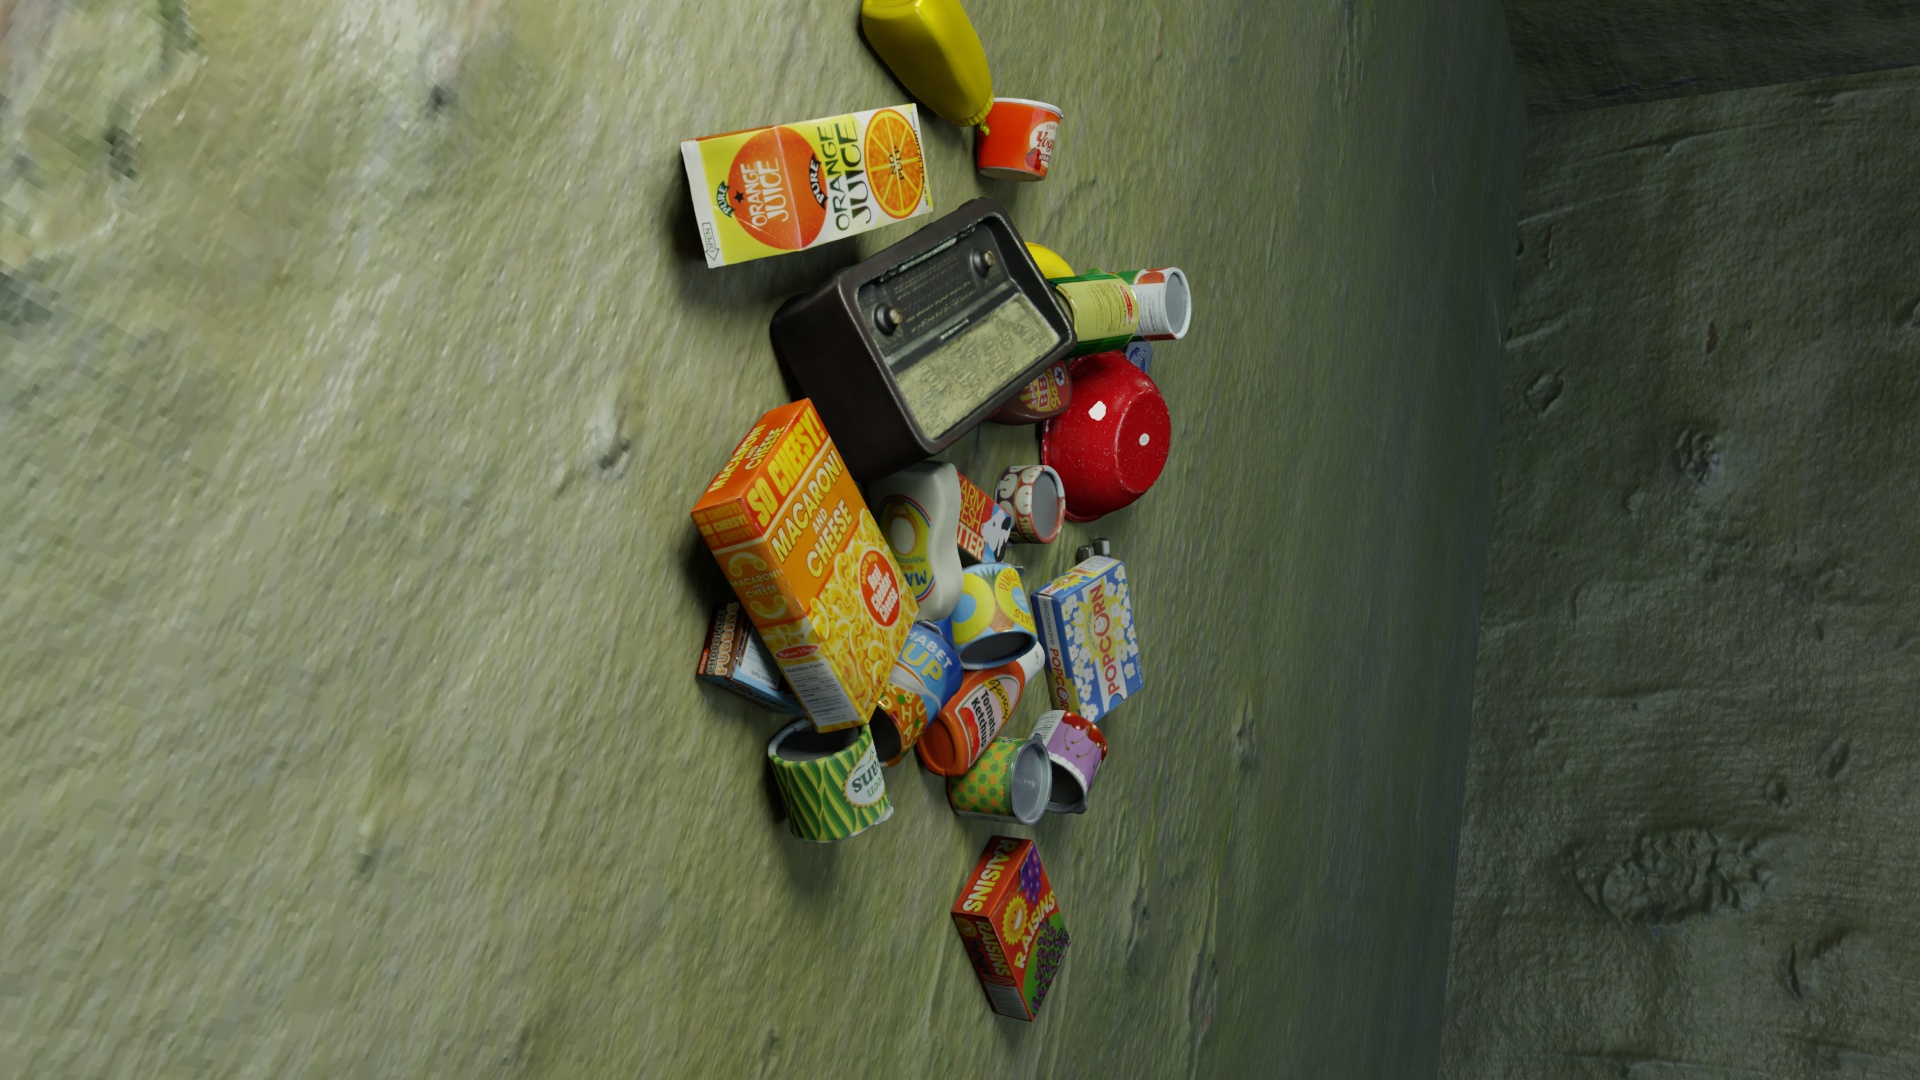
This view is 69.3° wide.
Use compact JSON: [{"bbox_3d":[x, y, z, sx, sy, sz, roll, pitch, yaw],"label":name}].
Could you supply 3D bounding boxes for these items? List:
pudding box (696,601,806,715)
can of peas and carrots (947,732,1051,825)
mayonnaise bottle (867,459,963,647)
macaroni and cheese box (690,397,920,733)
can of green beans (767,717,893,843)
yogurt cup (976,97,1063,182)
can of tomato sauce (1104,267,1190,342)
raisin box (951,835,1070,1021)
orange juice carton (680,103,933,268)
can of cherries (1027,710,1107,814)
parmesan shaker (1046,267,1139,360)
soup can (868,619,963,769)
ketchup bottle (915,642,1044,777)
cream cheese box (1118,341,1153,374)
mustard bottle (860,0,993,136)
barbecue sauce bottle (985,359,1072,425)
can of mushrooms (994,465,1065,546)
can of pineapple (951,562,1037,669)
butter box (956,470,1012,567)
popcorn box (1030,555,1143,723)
[{"bbox_3d":[-0.121,0.073,0.855,0.083,0.030,0.050,37,58,-53],"label":"pudding box"},{"bbox_3d":[0.031,0.183,1.081,0.071,0.058,0.071,0,90,-59],"label":"can of peas and carrots"},{"bbox_3d":[-0.028,0.018,0.981,0.041,0.065,0.147,-30,119,-56],"label":"mayonnaise bottle"},{"bbox_3d":[-0.091,0.015,0.854,0.166,0.040,0.124,63,27,-25],"label":"macaroni and cheese box"},{"bbox_3d":[-0.084,0.149,0.883,0.071,0.071,0.057,-41,124,-52],"label":"can of green beans"},{"bbox_3d":[0.043,-0.314,1.093,0.072,0.072,0.054,-2,100,-59],"label":"yogurt cup"},{"bbox_3d":[0.161,-0.215,1.270,0.071,0.083,0.071,-3,93,-59],"label":"can of tomato sauce"},{"bbox_3d":[0.043,0.313,1.122,0.086,0.040,0.123,-52,132,-44],"label":"raisin box"},{"bbox_3d":[-0.100,-0.217,0.845,0.193,0.073,0.071,-35,120,-53],"label":"orange juice carton"},{"bbox_3d":[0.085,0.186,1.161,0.059,0.071,0.071,-56,136,-44],"label":"can of cherries"},{"bbox_3d":[0.090,-0.183,1.118,0.103,0.071,0.071,-19,106,-54],"label":"parmesan shaker"},{"bbox_3d":[-0.045,0.103,0.944,0.084,0.071,0.071,-47,129,-48],"label":"soup can"},{"bbox_3d":[0.017,0.120,1.073,0.149,0.043,0.064,-39,123,-53],"label":"ketchup bottle"},{"bbox_3d":[0.153,-0.153,1.315,0.053,0.024,0.104,49,50,-46],"label":"cream cheese box"},{"bbox_3d":[-0.013,-0.344,1.003,0.160,0.065,0.049,41,62,-59],"label":"mustard bottle"},{"bbox_3d":[0.037,-0.120,1.102,0.149,0.043,0.064,-22,101,-57],"label":"barbecue sauce bottle"},{"bbox_3d":[0.058,-0.028,1.148,0.071,0.033,0.071,-2,92,-60],"label":"can of mushrooms"},{"bbox_3d":[0.020,0.056,1.034,0.071,0.071,0.058,32,36,-55],"label":"can of pineapple"},{"bbox_3d":[0.004,-0.013,1.067,0.103,0.024,0.053,37,60,-53],"label":"butter box"},{"bbox_3d":[0.112,0.087,1.216,0.085,0.038,0.126,-29,116,-38],"label":"popcorn box"}]
